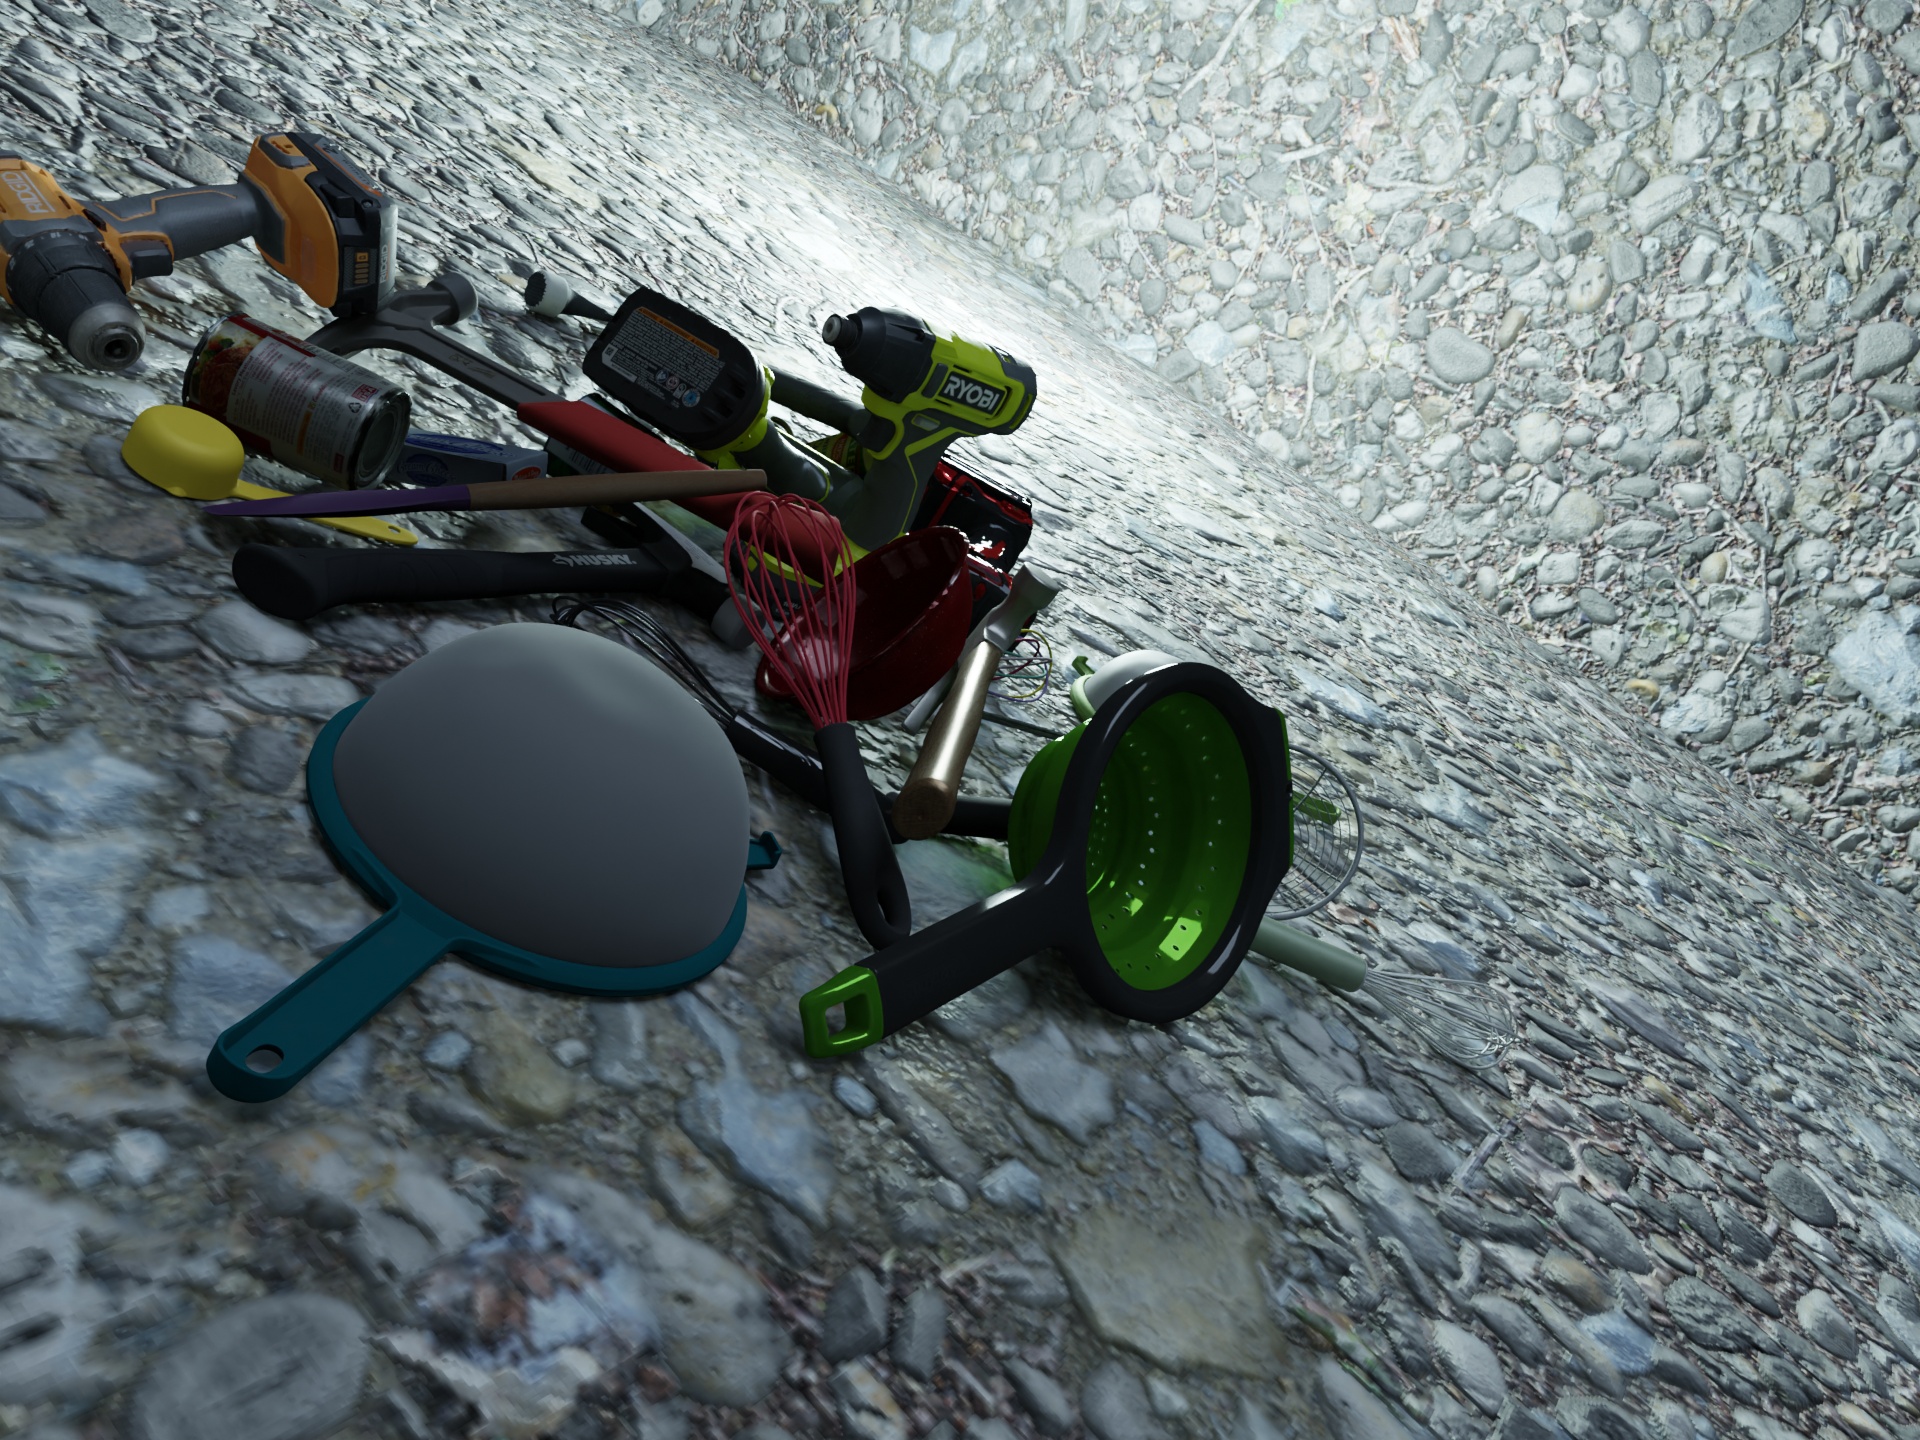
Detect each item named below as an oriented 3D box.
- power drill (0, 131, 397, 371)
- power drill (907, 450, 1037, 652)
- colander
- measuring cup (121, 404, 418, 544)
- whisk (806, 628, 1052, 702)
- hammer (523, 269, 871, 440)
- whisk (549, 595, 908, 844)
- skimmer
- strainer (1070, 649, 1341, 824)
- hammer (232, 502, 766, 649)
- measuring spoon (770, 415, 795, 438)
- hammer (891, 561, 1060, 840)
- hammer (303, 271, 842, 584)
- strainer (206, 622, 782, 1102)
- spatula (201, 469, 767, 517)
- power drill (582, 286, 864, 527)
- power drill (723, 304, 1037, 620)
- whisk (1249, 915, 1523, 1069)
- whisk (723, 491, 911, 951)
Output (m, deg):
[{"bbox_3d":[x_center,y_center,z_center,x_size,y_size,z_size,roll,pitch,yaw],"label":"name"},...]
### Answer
[{"bbox_3d":[-0.454,-0.278,0.945,0.226,0.084,0.185,-21,53,-39],"label":"power drill"},{"bbox_3d":[-0.007,-0.143,1.320,0.143,0.078,0.220,27,25,-11],"label":"power drill"},{"bbox_3d":[0.039,0.086,0.866,0.094,0.204,0.397,6,19,42],"label":"colander"},{"bbox_3d":[-0.369,-0.131,0.866,0.156,0.029,0.062,17,26,-32],"label":"measuring cup"},{"bbox_3d":[-0.015,-0.046,1.144,0.244,0.047,0.051,2,38,-46],"label":"whisk"},{"bbox_3d":[-0.191,-0.289,1.303,0.409,0.036,0.149,29,13,38],"label":"hammer"},{"bbox_3d":[-0.126,0.002,0.889,0.239,0.055,0.055,33,21,-10],"label":"whisk"},{"bbox_3d":[0.115,0.062,1.022,0.363,0.090,0.127,8,71,-40],"label":"skimmer"},{"bbox_3d":[0.214,0.011,1.288,0.256,0.069,0.152,24,23,-15],"label":"strainer"},{"bbox_3d":[-0.261,-0.088,0.913,0.146,0.035,0.334,42,24,20],"label":"hammer"},{"bbox_3d":[-0.148,-0.225,1.312,0.034,0.018,0.124,27,-7,1],"label":"measuring spoon"},{"bbox_3d":[-0.001,-0.003,0.931,0.031,0.130,0.331,37,18,-5],"label":"hammer"},{"bbox_3d":[-0.236,-0.177,1.007,0.359,0.036,0.149,29,44,11],"label":"hammer"},{"bbox_3d":[-0.187,0.039,0.662,0.211,0.095,0.340,32,21,0],"label":"strainer"},{"bbox_3d":[-0.251,-0.126,0.891,0.315,0.018,0.060,-9,17,-34],"label":"spatula"},{"bbox_3d":[-0.178,-0.221,1.174,0.191,0.080,0.228,34,-3,22],"label":"power drill"},{"bbox_3d":[-0.065,-0.175,1.102,0.171,0.223,0.080,10,31,-44],"label":"power drill"},{"bbox_3d":[0.272,0.174,1.067,0.246,0.058,0.059,24,-11,-13],"label":"whisk"},{"bbox_3d":[-0.073,-0.009,0.875,0.073,0.073,0.296,11,52,-43],"label":"whisk"}]
